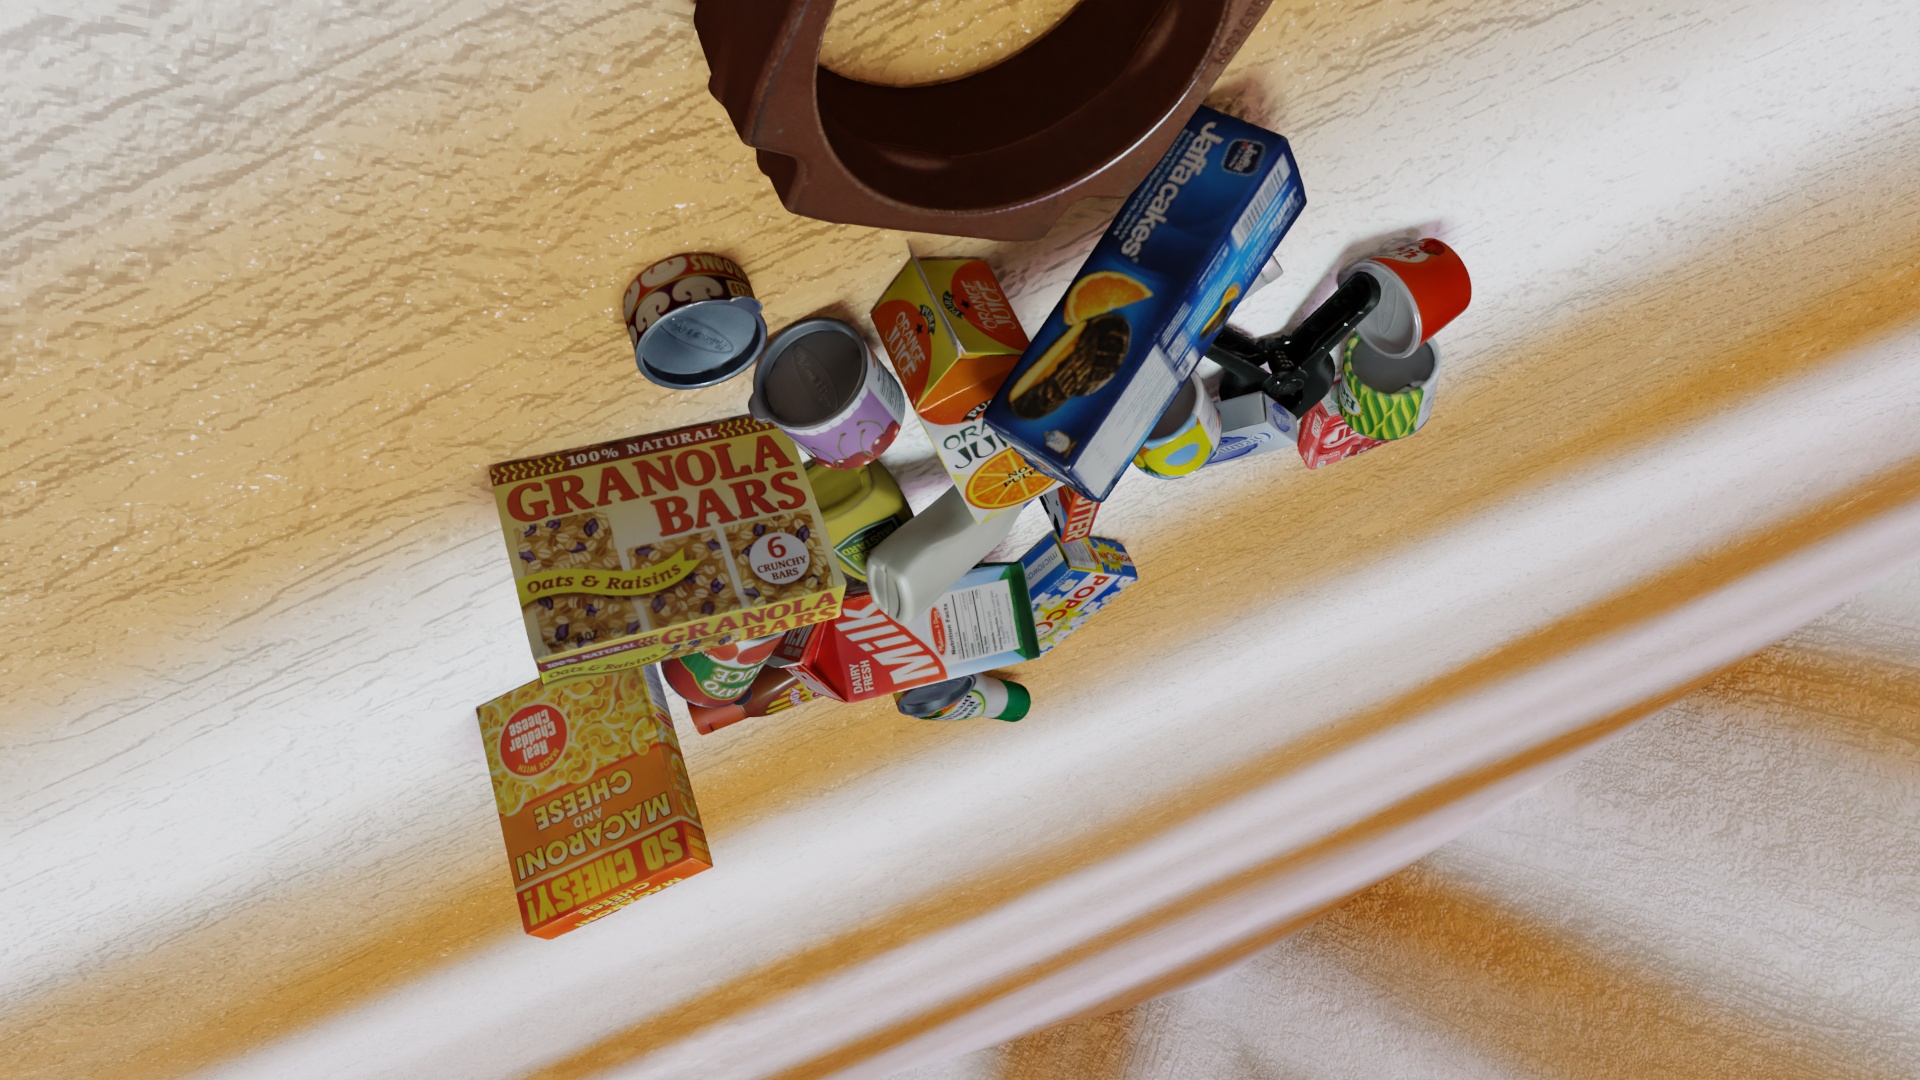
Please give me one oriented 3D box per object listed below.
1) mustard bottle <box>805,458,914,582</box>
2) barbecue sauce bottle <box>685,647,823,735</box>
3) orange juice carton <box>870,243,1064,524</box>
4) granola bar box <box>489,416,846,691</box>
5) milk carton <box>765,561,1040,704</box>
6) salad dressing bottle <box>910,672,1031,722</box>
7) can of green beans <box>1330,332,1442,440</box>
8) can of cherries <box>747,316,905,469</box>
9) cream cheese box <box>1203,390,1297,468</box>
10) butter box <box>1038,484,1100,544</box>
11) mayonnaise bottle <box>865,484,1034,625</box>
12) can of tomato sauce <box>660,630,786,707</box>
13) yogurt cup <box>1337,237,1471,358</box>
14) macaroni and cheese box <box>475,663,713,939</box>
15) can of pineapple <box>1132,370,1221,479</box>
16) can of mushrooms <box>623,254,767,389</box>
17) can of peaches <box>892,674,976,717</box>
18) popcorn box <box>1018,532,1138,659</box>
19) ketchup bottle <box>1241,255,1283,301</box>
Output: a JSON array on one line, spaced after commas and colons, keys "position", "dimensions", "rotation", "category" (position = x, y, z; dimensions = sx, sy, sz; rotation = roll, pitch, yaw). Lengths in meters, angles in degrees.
[{"position": [-0.056, -0.003, 0.914], "dimensions": [0.065, 0.049, 0.160], "rotation": [-29, 152, 5], "category": "mustard bottle"}, {"position": [-0.133, 0.104, 1.053], "dimensions": [0.149, 0.044, 0.064], "rotation": [-21, 153, -4], "category": "barbecue sauce bottle"}, {"position": [0.008, -0.089, 0.787], "dimensions": [0.073, 0.072, 0.192], "rotation": [-25, 153, 3], "category": "orange juice carton"}, {"position": [-0.161, 0.002, 0.763], "dimensions": [0.166, 0.124, 0.038], "rotation": [-13, 151, -18], "category": "granola bar box"}, {"position": [-0.047, 0.068, 0.995], "dimensions": [0.191, 0.073, 0.072], "rotation": [-12, -177, -22], "category": "milk carton"}, {"position": [0.007, 0.134, 1.212], "dimensions": [0.064, 0.044, 0.147], "rotation": [-39, 149, 25], "category": "salad dressing bottle"}, {"position": [0.301, -0.112, 0.975], "dimensions": [0.071, 0.071, 0.057], "rotation": [-23, 152, -1], "category": "can of green beans"}, {"position": [-0.072, -0.078, 0.753], "dimensions": [0.071, 0.072, 0.058], "rotation": [-27, 153, 8], "category": "can of cherries"}, {"position": [0.173, -0.072, 0.954], "dimensions": [0.103, 0.024, 0.053], "rotation": [-14, 158, 35], "category": "cream cheese box"}, {"position": [0.076, -0.047, 0.934], "dimensions": [0.024, 0.053, 0.103], "rotation": [-16, 152, -17], "category": "butter box"}, {"position": [0.003, -0.011, 0.893], "dimensions": [0.149, 0.041, 0.064], "rotation": [-41, 153, -27], "category": "mayonnaise bottle"}, {"position": [-0.157, 0.065, 0.936], "dimensions": [0.071, 0.071, 0.082], "rotation": [-3, 146, -34], "category": "can of tomato sauce"}, {"position": [0.287, -0.157, 0.887], "dimensions": [0.054, 0.072, 0.072], "rotation": [-29, 154, -15], "category": "yogurt cup"}, {"position": [-0.249, 0.167, 0.941], "dimensions": [0.124, 0.167, 0.040], "rotation": [-25, 153, 4], "category": "macaroni and cheese box"}, {"position": [0.130, -0.080, 0.904], "dimensions": [0.071, 0.071, 0.057], "rotation": [-29, 151, 10], "category": "can of pineapple"}, {"position": [-0.130, -0.109, 0.688], "dimensions": [0.071, 0.033, 0.070], "rotation": [-17, 152, -10], "category": "can of mushrooms"}, {"position": [-0.029, 0.100, 1.108], "dimensions": [0.071, 0.058, 0.071], "rotation": [-19, 153, -10], "category": "can of peaches"}, {"position": [0.068, 0.046, 1.108], "dimensions": [0.085, 0.038, 0.126], "rotation": [7, 140, -45], "category": "popcorn box"}, {"position": [0.119, -0.132, 0.828], "dimensions": [0.148, 0.044, 0.064], "rotation": [-34, 153, 18], "category": "ketchup bottle"}]
